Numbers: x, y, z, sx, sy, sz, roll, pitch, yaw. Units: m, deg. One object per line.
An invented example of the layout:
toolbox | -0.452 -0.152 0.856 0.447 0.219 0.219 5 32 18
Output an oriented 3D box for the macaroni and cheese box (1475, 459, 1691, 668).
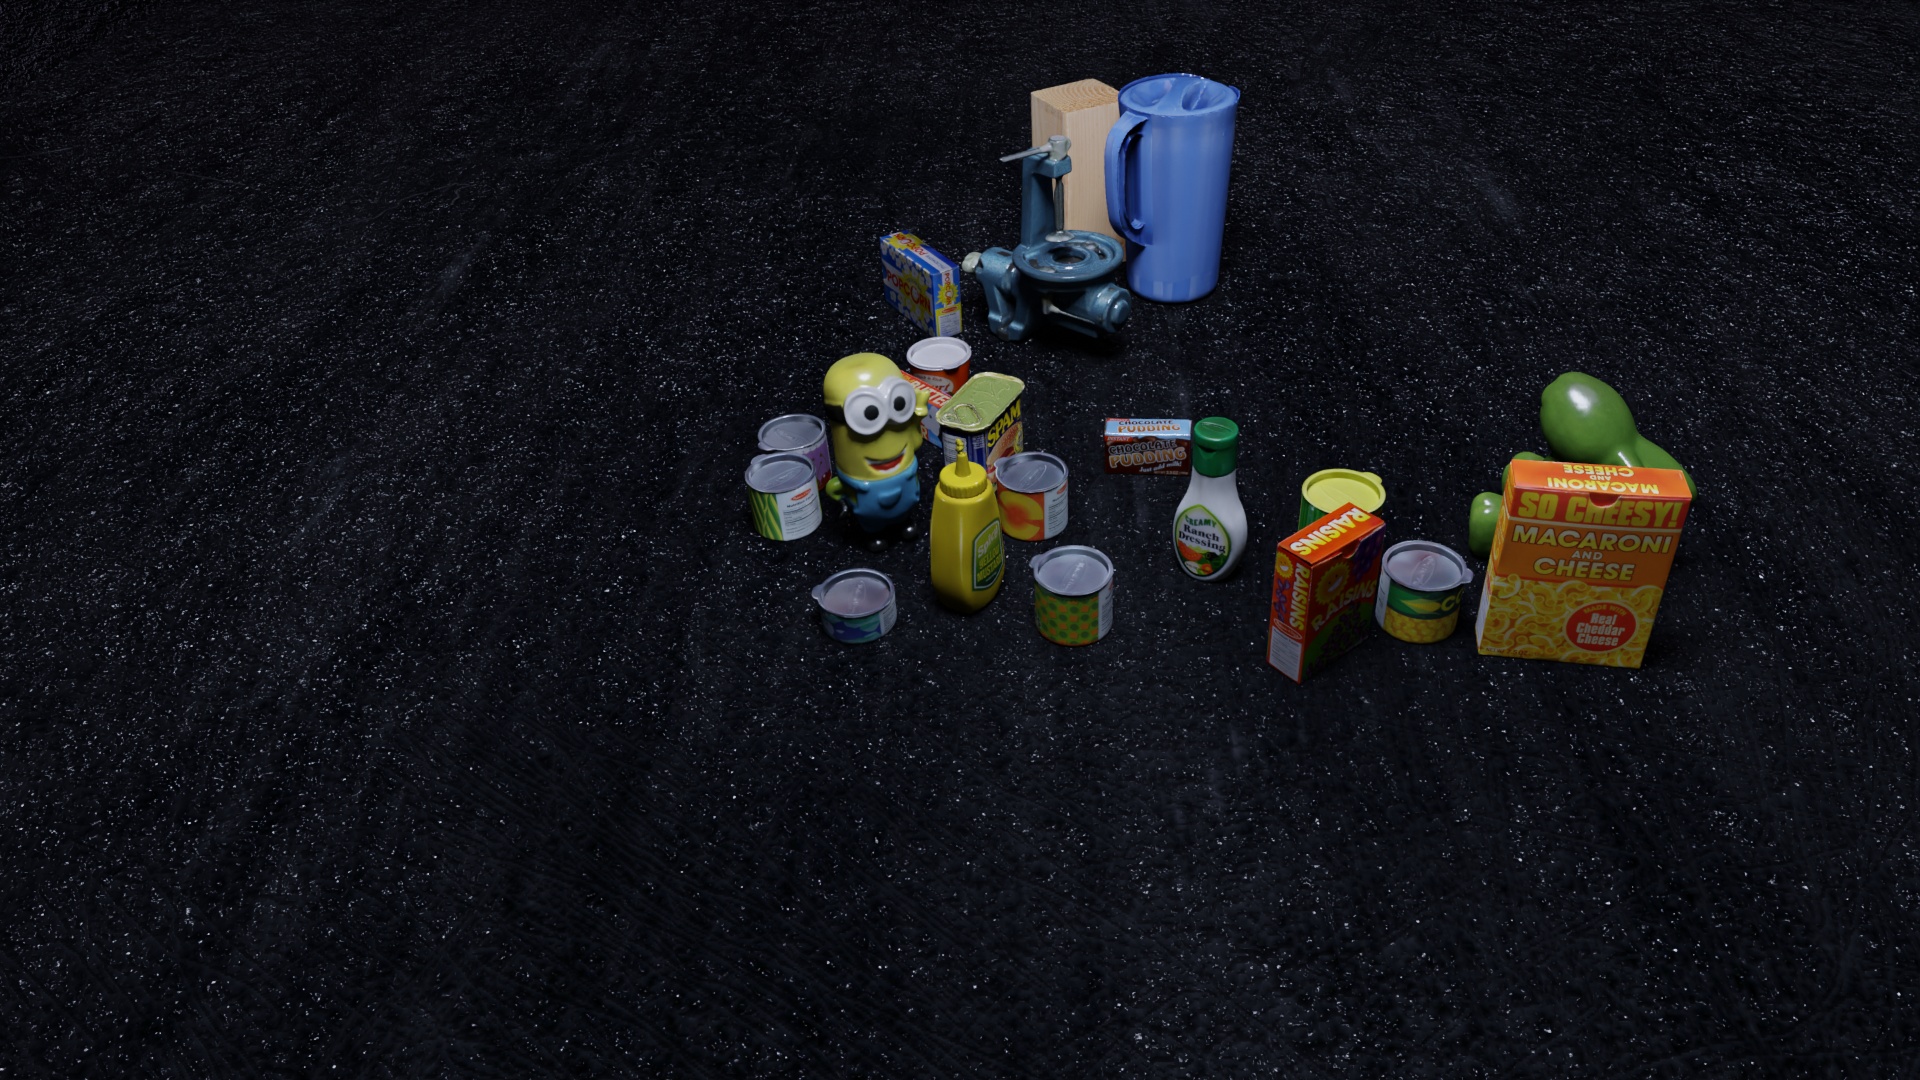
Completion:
macaroni and cheese box | 0.476 0.021 1.071 0.124 0.165 0.040 4 37 11

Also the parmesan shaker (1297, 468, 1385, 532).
parmesan shaker | 0.319 0.000 1.167 0.071 0.102 0.072 -3 37 2

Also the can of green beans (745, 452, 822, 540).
can of green beans | -0.166 -0.041 1.306 0.071 0.057 0.071 -3 37 2

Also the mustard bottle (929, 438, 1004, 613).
mustard bottle | 0.004 -0.015 1.169 0.049 0.159 0.065 20 43 29

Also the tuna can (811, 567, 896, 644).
tuna can | -0.091 0.056 1.189 0.071 0.032 0.071 -3 37 2

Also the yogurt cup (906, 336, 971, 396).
yogurt cup | -0.021 -0.178 1.480 0.072 0.053 0.073 -3 37 2

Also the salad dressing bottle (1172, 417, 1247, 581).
salad dressing bottle | 0.215 -0.035 1.186 0.064 0.146 0.044 20 43 29

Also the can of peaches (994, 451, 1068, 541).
can of peaches | 0.065 -0.041 1.284 0.071 0.057 0.071 -3 37 2

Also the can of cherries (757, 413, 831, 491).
can of cherries | -0.164 -0.082 1.360 0.071 0.058 0.072 -3 37 2

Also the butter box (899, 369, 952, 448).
butter box | -0.036 -0.132 1.420 0.024 0.052 0.104 -30 44 -31

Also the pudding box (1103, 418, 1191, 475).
pudding box | 0.182 -0.091 1.347 0.084 0.049 0.030 2 37 8

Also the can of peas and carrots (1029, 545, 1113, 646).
can of peas and carrots | 0.092 0.046 1.163 0.071 0.058 0.071 -3 37 2

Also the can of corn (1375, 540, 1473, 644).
can of corn | 0.380 0.043 1.140 0.071 0.058 0.071 -3 37 2

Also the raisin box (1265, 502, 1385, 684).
raisin box | 0.287 0.042 1.097 0.086 0.122 0.040 -26 42 -27

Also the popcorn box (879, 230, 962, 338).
popcorn box | -0.046 -0.298 1.616 0.038 0.084 0.127 -22 40 -22
